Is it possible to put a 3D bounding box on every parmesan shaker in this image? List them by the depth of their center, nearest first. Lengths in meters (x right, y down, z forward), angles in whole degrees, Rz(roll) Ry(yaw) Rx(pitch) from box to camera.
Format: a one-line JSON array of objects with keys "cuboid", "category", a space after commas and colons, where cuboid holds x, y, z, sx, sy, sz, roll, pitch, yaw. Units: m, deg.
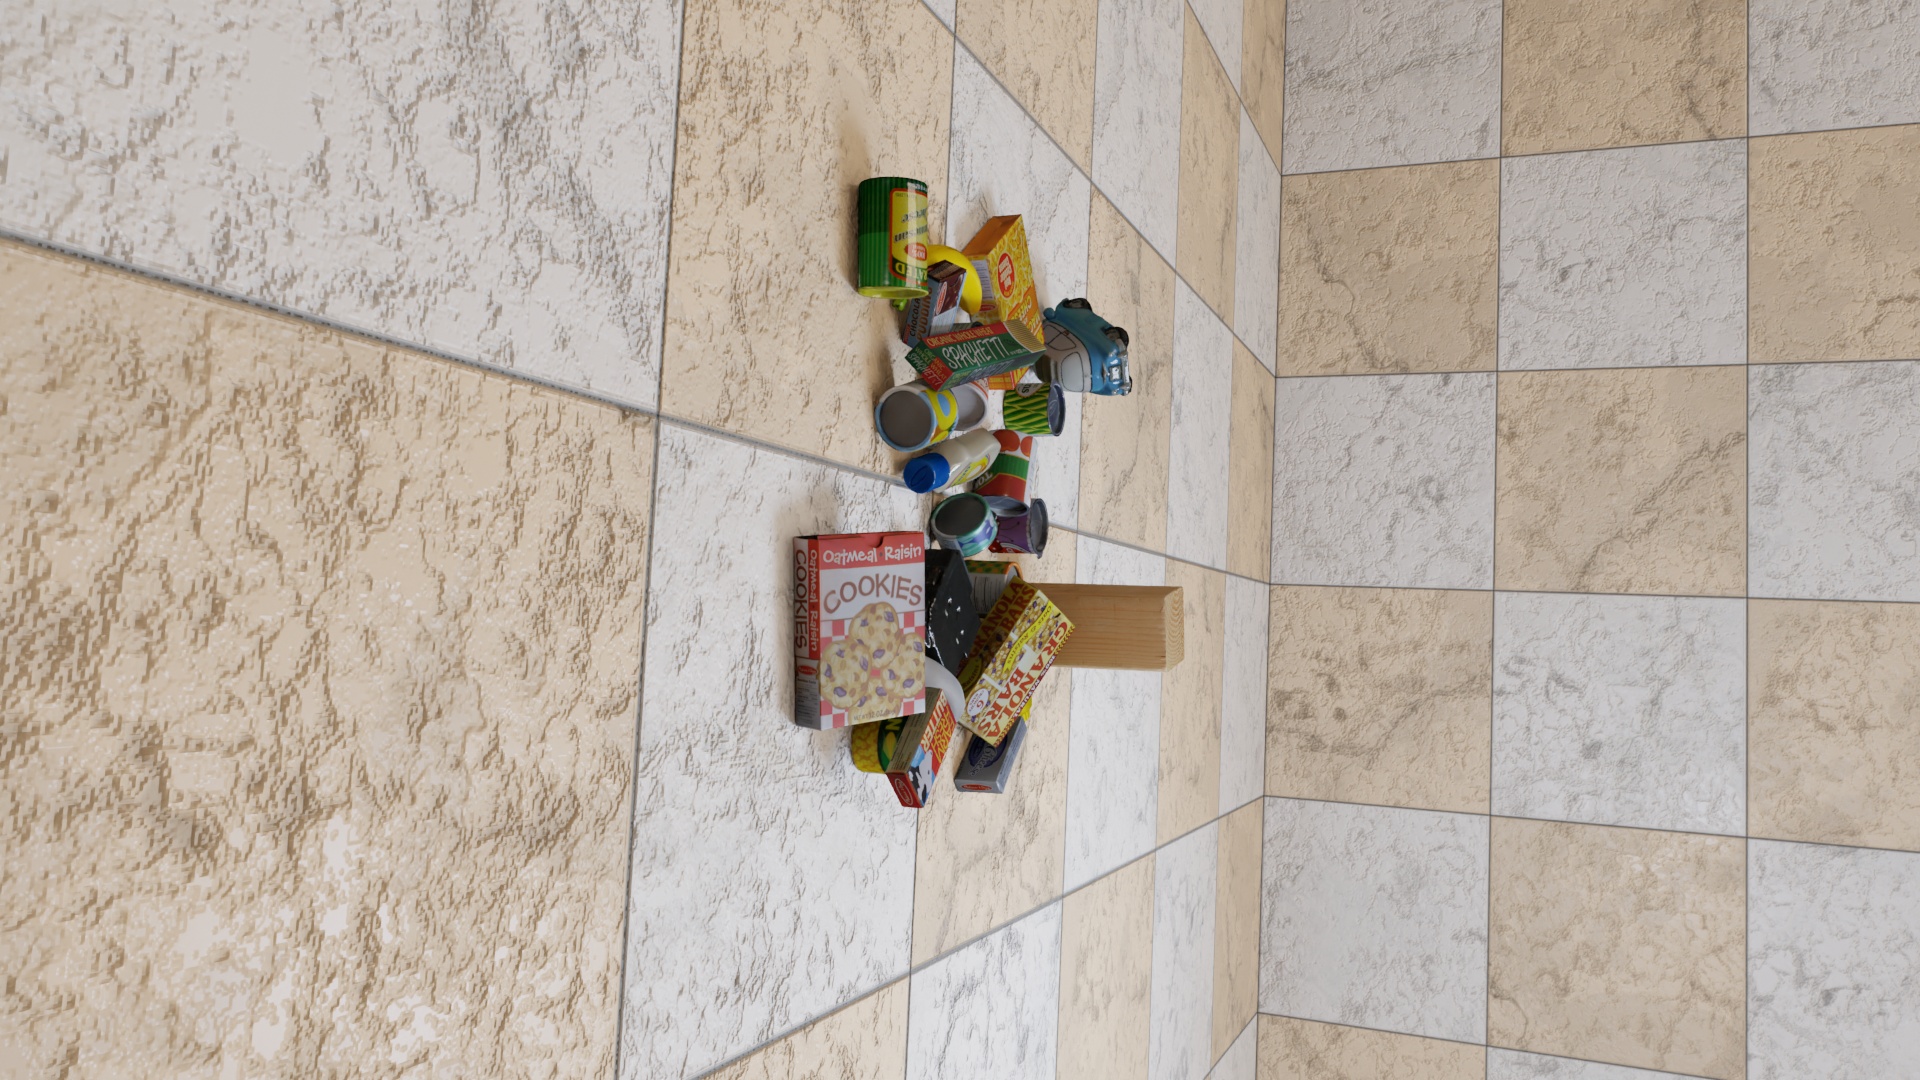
[{"cuboid": [-0.065, -0.282, 1.296, 0.071, 0.071, 0.103, -2, 93, -67], "category": "parmesan shaker"}]

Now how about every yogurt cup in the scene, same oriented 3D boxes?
[{"cuboid": [0.000, -0.157, 1.458, 0.054, 0.072, 0.072, -77, 156, -45], "category": "yogurt cup"}]

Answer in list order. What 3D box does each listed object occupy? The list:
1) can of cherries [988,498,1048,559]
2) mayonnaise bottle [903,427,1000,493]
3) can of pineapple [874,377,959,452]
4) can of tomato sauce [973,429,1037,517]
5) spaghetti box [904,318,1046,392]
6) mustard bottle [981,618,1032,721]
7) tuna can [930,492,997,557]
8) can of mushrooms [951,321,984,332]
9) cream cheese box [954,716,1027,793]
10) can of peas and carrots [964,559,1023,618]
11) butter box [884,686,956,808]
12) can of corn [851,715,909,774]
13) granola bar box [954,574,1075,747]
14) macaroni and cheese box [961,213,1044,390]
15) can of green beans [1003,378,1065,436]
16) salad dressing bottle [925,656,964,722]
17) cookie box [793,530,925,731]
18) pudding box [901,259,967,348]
[{"cuboid": [0.066, -0.014, 1.625, 0.071, 0.058, 0.071, 0, 91, -68], "category": "can of cherries"}, {"cuboid": [-0.011, -0.079, 1.439, 0.041, 0.064, 0.148, 46, 26, 8], "category": "mayonnaise bottle"}, {"cuboid": [-0.042, -0.121, 1.352, 0.058, 0.071, 0.070, -30, 119, -63], "category": "can of pineapple"}, {"cuboid": [0.049, -0.077, 1.577, 0.071, 0.071, 0.083, 44, 50, -60], "category": "can of tomato sauce"}, {"cuboid": [0.021, -0.193, 1.434, 0.050, 0.028, 0.251, 47, 27, 8], "category": "spaghetti box"}, {"cuboid": [0.057, 0.163, 1.620, 0.065, 0.049, 0.159, -42, 129, -53], "category": "mustard bottle"}, {"cuboid": [0.005, -0.018, 1.466, 0.032, 0.071, 0.071, 66, 33, -45], "category": "tuna can"}, {"cuboid": [0.006, -0.202, 1.509, 0.071, 0.033, 0.071, -1, 91, -68], "category": "can of mushrooms"}, {"cuboid": [0.035, 0.240, 1.566, 0.104, 0.053, 0.024, -64, 145, -46], "category": "cream cheese box"}, {"cuboid": [0.034, 0.054, 1.551, 0.071, 0.059, 0.071, 0, 91, -67], "category": "can of peas and carrots"}, {"cuboid": [-0.035, 0.189, 1.279, 0.104, 0.024, 0.053, -67, 148, -42], "category": "butter box"}, {"cuboid": [-0.064, 0.188, 1.320, 0.071, 0.058, 0.071, 0, 91, -67], "category": "can of corn"}, {"cuboid": [0.050, 0.135, 1.519, 0.166, 0.039, 0.124, -56, 147, -7], "category": "granola bar box"}, {"cuboid": [0.050, -0.275, 1.603, 0.124, 0.040, 0.165, -58, 142, -50], "category": "macaroni and cheese box"}, {"cuboid": [0.090, -0.158, 1.678, 0.071, 0.058, 0.071, 0, 91, -67], "category": "can of green beans"}, {"cuboid": [-0.052, 0.126, 1.327, 0.147, 0.064, 0.044, 49, 35, -37], "category": "salad dressing bottle"}, {"cuboid": [-0.087, 0.076, 1.229, 0.123, 0.040, 0.167, -3, 94, -44], "category": "cookie box"}, {"cuboid": [-0.026, -0.234, 1.385, 0.050, 0.030, 0.083, -35, 149, -48], "category": "pudding box"}]
